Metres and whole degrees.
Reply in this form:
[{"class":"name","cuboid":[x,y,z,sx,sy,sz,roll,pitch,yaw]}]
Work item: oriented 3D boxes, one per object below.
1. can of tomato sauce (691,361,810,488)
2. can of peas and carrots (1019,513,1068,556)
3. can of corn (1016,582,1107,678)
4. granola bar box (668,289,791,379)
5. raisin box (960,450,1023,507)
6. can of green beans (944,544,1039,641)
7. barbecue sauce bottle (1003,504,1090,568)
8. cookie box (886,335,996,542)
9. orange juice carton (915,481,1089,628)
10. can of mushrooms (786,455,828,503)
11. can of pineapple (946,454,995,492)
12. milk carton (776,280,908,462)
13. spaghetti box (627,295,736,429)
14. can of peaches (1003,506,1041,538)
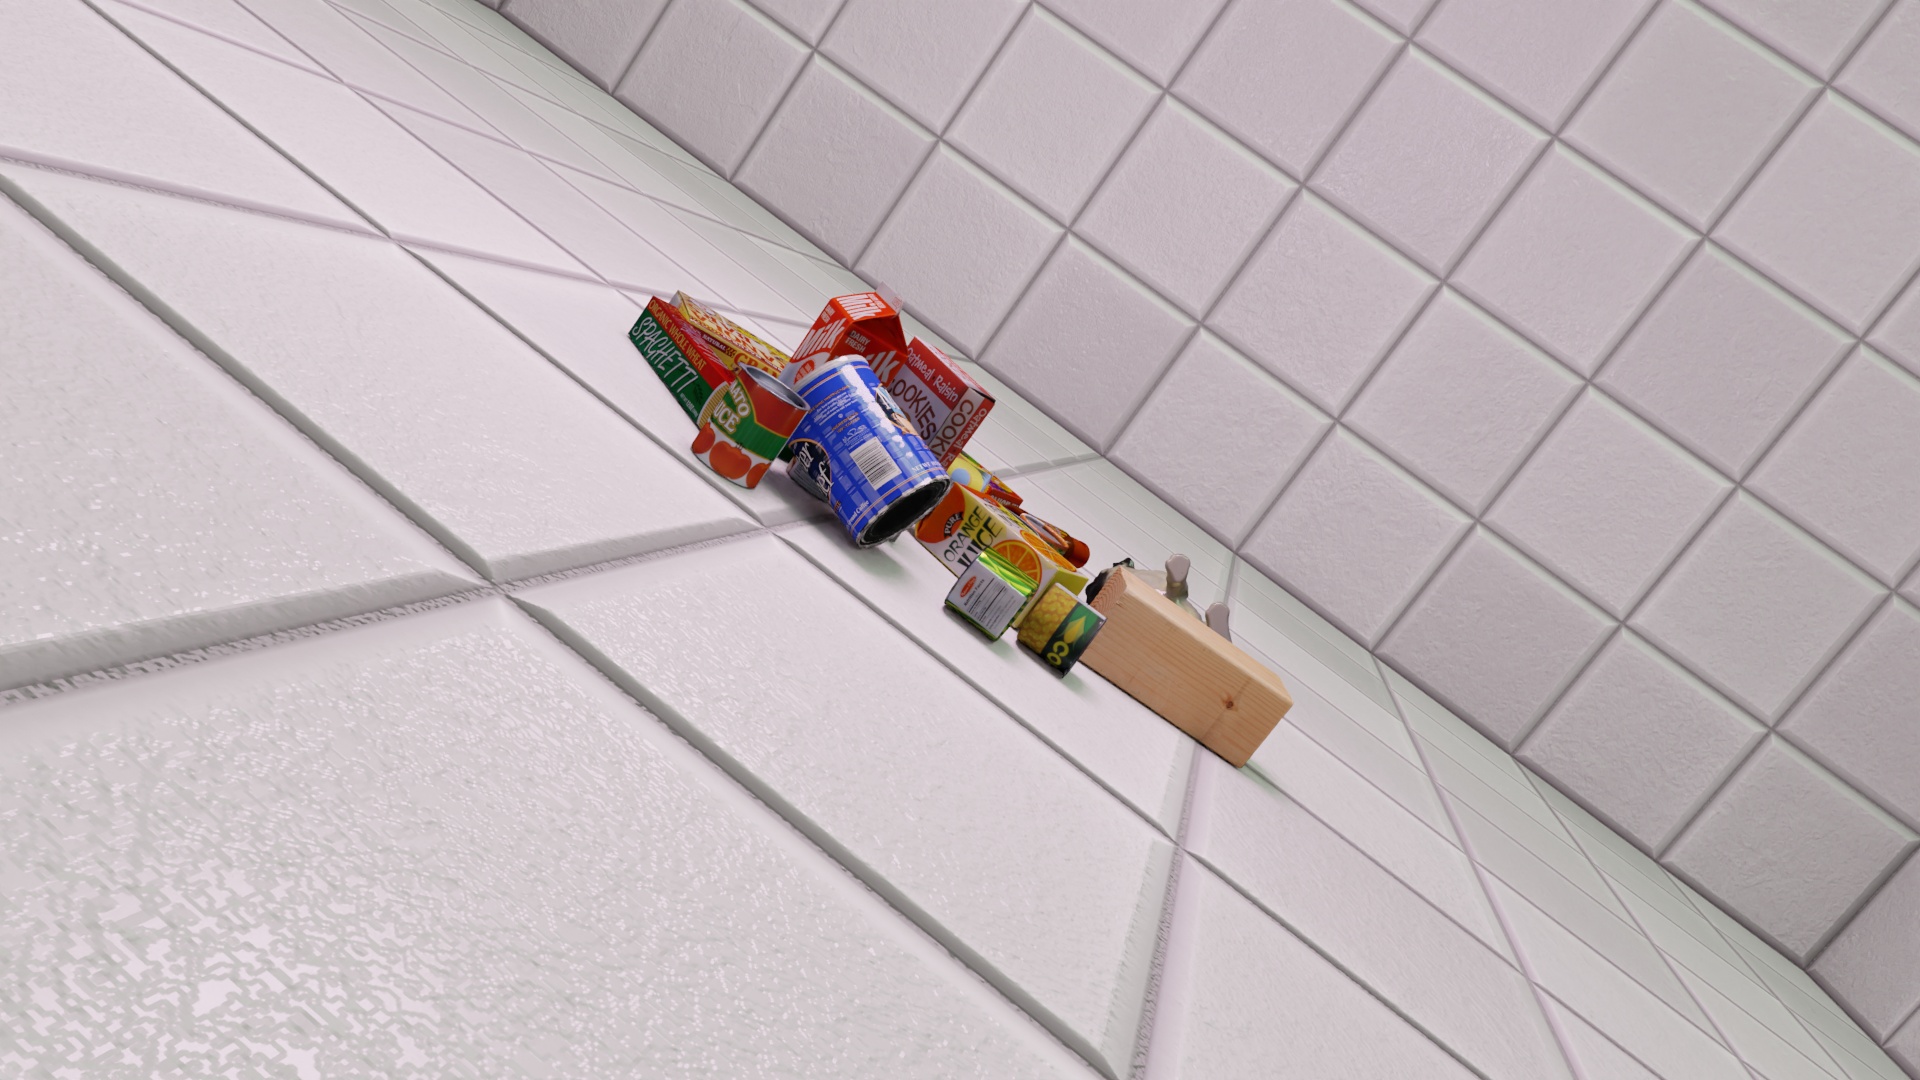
[{"class":"can of tomato sauce","cuboid":[-0.178,-0.096,1.167,0.071,0.083,0.071,34,11,-7]},{"class":"can of peas and carrots","cuboid":[0.080,0.013,1.550,0.071,0.058,0.071,34,11,-7]},{"class":"can of corn","cuboid":[0.092,0.083,1.282,0.058,0.071,0.071,37,11,8]},{"class":"granola bar box","cuboid":[-0.246,-0.207,1.541,0.165,0.039,0.124,30,13,-28]},{"class":"raisin box","cuboid":[0.010,-0.077,1.771,0.123,0.040,0.086,40,11,29]},{"class":"can of green beans","cuboid":[0.028,0.047,1.230,0.058,0.071,0.071,38,11,7]},{"class":"barbecue sauce bottle","cuboid":[0.106,0.000,1.719,0.148,0.043,0.065,24,15,-49]},{"class":"cookie box","cuboid":[-0.053,-0.099,1.335,0.040,0.167,0.123,28,13,-40]},{"class":"orange juice carton","cuboid":[0.027,0.006,1.384,0.193,0.073,0.072,41,12,29]},{"class":"can of mushrooms","cuboid":[-0.128,-0.063,1.310,0.071,0.033,0.071,34,11,-7]},{"class":"can of pineapple","cuboid":[-0.004,-0.065,1.595,0.058,0.071,0.071,35,11,-2]},{"class":"milk carton","cuboid":[-0.118,-0.162,1.343,0.073,0.190,0.072,29,13,-33]},{"class":"spaghetti box","cuboid":[-0.250,-0.158,1.296,0.028,0.050,0.251,27,13,-43]},{"class":"can of peaches","cuboid":[0.042,0.001,1.488,0.071,0.058,0.071,34,12,-8]}]
